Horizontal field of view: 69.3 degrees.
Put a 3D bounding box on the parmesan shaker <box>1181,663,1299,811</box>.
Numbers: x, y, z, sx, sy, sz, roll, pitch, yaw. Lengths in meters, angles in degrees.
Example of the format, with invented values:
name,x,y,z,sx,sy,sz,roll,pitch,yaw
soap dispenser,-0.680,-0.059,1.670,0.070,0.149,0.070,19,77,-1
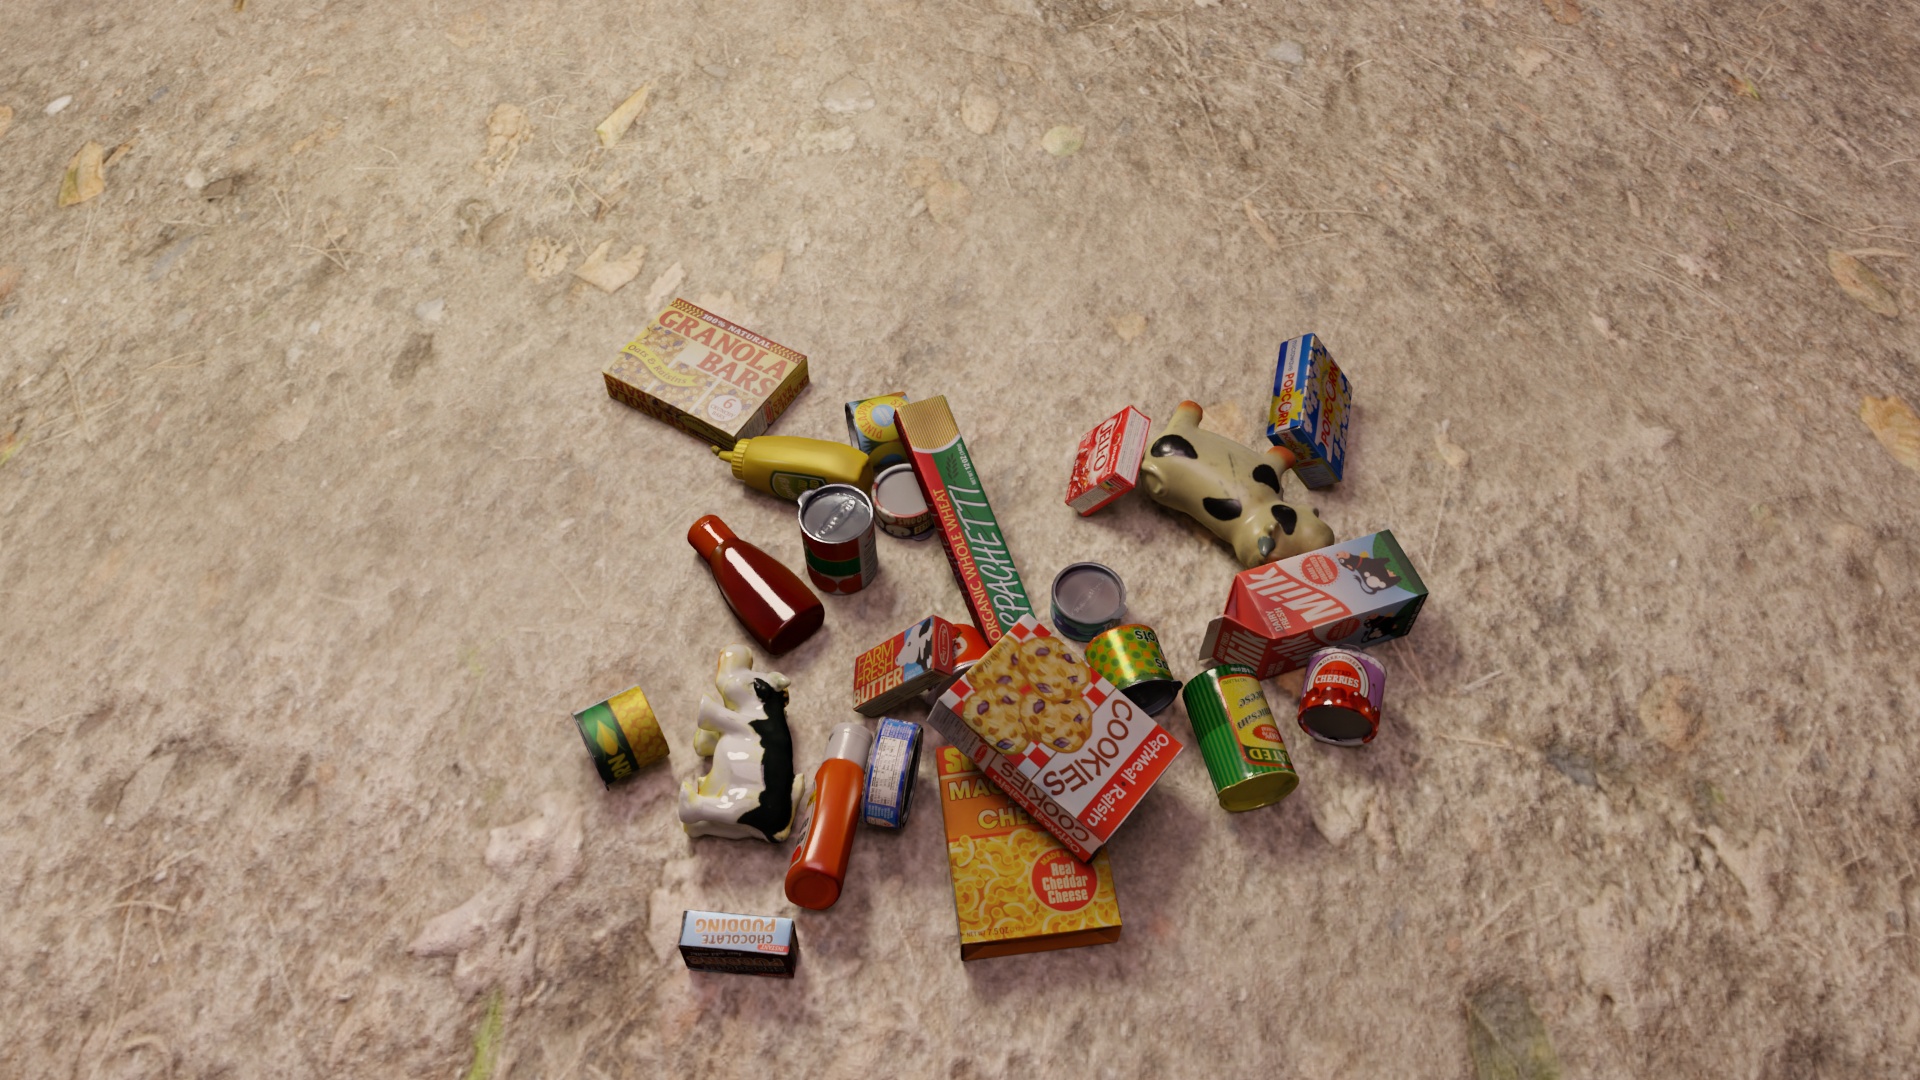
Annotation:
name,x,y,z,sx,sy,sz,roll,pitch,yaw
parmesan shaker,0.225,0.160,1.133,0.071,0.071,0.103,-10,55,-7

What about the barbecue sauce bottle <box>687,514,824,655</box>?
name,x,y,z,sx,sy,sz,roll,pitch,yaw
barbecue sauce bottle,-0.188,0.034,1.241,0.065,0.043,0.149,-35,60,-23

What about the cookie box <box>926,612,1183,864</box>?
name,x,y,z,sx,sy,sz,roll,pitch,yaw
cookie box,0.076,0.154,1.097,0.167,0.040,0.123,40,50,12

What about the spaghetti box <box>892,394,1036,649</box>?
name,x,y,z,sx,sy,sz,roll,pitch,yaw
spaghetti box,0.004,-0.016,1.250,0.050,0.028,0.250,-17,70,-13

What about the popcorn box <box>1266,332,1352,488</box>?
name,x,y,z,sx,sy,sz,roll,pitch,yaw
popcorn box,0.336,-0.125,1.331,0.038,0.085,0.127,-15,44,38

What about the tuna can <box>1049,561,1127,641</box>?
name,x,y,z,sx,sy,sz,roll,pitch,yaw
tuna can,0.115,0.056,1.232,0.071,0.032,0.071,0,54,0

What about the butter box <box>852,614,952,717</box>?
name,x,y,z,sx,sy,sz,roll,pitch,yaw
butter box,-0.049,0.106,1.161,0.024,0.103,0.053,29,46,-34

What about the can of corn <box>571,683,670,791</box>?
name,x,y,z,sx,sy,sz,roll,pitch,yaw
can of corn,-0.276,0.160,1.135,0.058,0.070,0.071,-25,58,-17

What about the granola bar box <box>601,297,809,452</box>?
name,x,y,z,sx,sy,sz,roll,pitch,yaw
granola bar box,-0.254,-0.166,1.389,0.166,0.038,0.125,26,58,17

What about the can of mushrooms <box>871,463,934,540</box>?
name,x,y,z,sx,sy,sz,roll,pitch,yaw
can of mushrooms,-0.049,-0.036,1.299,0.071,0.033,0.071,0,53,0

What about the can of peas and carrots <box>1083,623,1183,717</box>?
name,x,y,z,sx,sy,sz,roll,pitch,yaw
can of peas and carrots,0.145,0.111,1.170,0.071,0.070,0.059,-12,54,-8

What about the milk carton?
name,x,y,z,sx,sy,sz,roll,pitch,yaw
milk carton,0.297,0.061,1.204,0.191,0.072,0.074,-16,56,-11

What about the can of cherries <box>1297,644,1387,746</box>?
name,x,y,z,sx,sy,sz,roll,pitch,yaw
can of cherries,0.317,0.129,1.155,0.071,0.071,0.059,14,56,10

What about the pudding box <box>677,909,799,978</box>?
name,x,y,z,sx,sy,sz,roll,pitch,yaw
pudding box,-0.166,0.303,1.041,0.084,0.049,0.030,5,52,3

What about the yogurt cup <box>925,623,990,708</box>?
name,x,y,z,sx,sy,sz,roll,pitch,yaw
yogurt cup,-0.001,0.107,1.177,0.072,0.072,0.054,-16,47,-11

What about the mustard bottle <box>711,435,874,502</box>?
name,x,y,z,sx,sy,sz,roll,pitch,yaw
mustard bottle,-0.163,-0.068,1.306,0.160,0.065,0.049,11,52,15

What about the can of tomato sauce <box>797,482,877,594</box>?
name,x,y,z,sx,sy,sz,roll,pitch,yaw
can of tomato sauce,-0.110,-0.001,1.242,0.071,0.082,0.071,0,54,0

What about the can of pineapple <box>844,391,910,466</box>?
name,x,y,z,sx,sy,sz,roll,pitch,yaw
can of pineapple,-0.075,-0.106,1.328,0.058,0.070,0.071,-13,55,-10

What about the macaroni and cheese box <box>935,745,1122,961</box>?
name,x,y,z,sx,sy,sz,roll,pitch,yaw
macaroni and cheese box,0.051,0.237,1.095,0.124,0.040,0.167,-5,54,-5

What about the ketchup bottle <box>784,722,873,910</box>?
name,x,y,z,sx,sy,sz,roll,pitch,yaw
ketchup bottle,-0.101,0.214,1.102,0.043,0.064,0.149,17,46,-5
